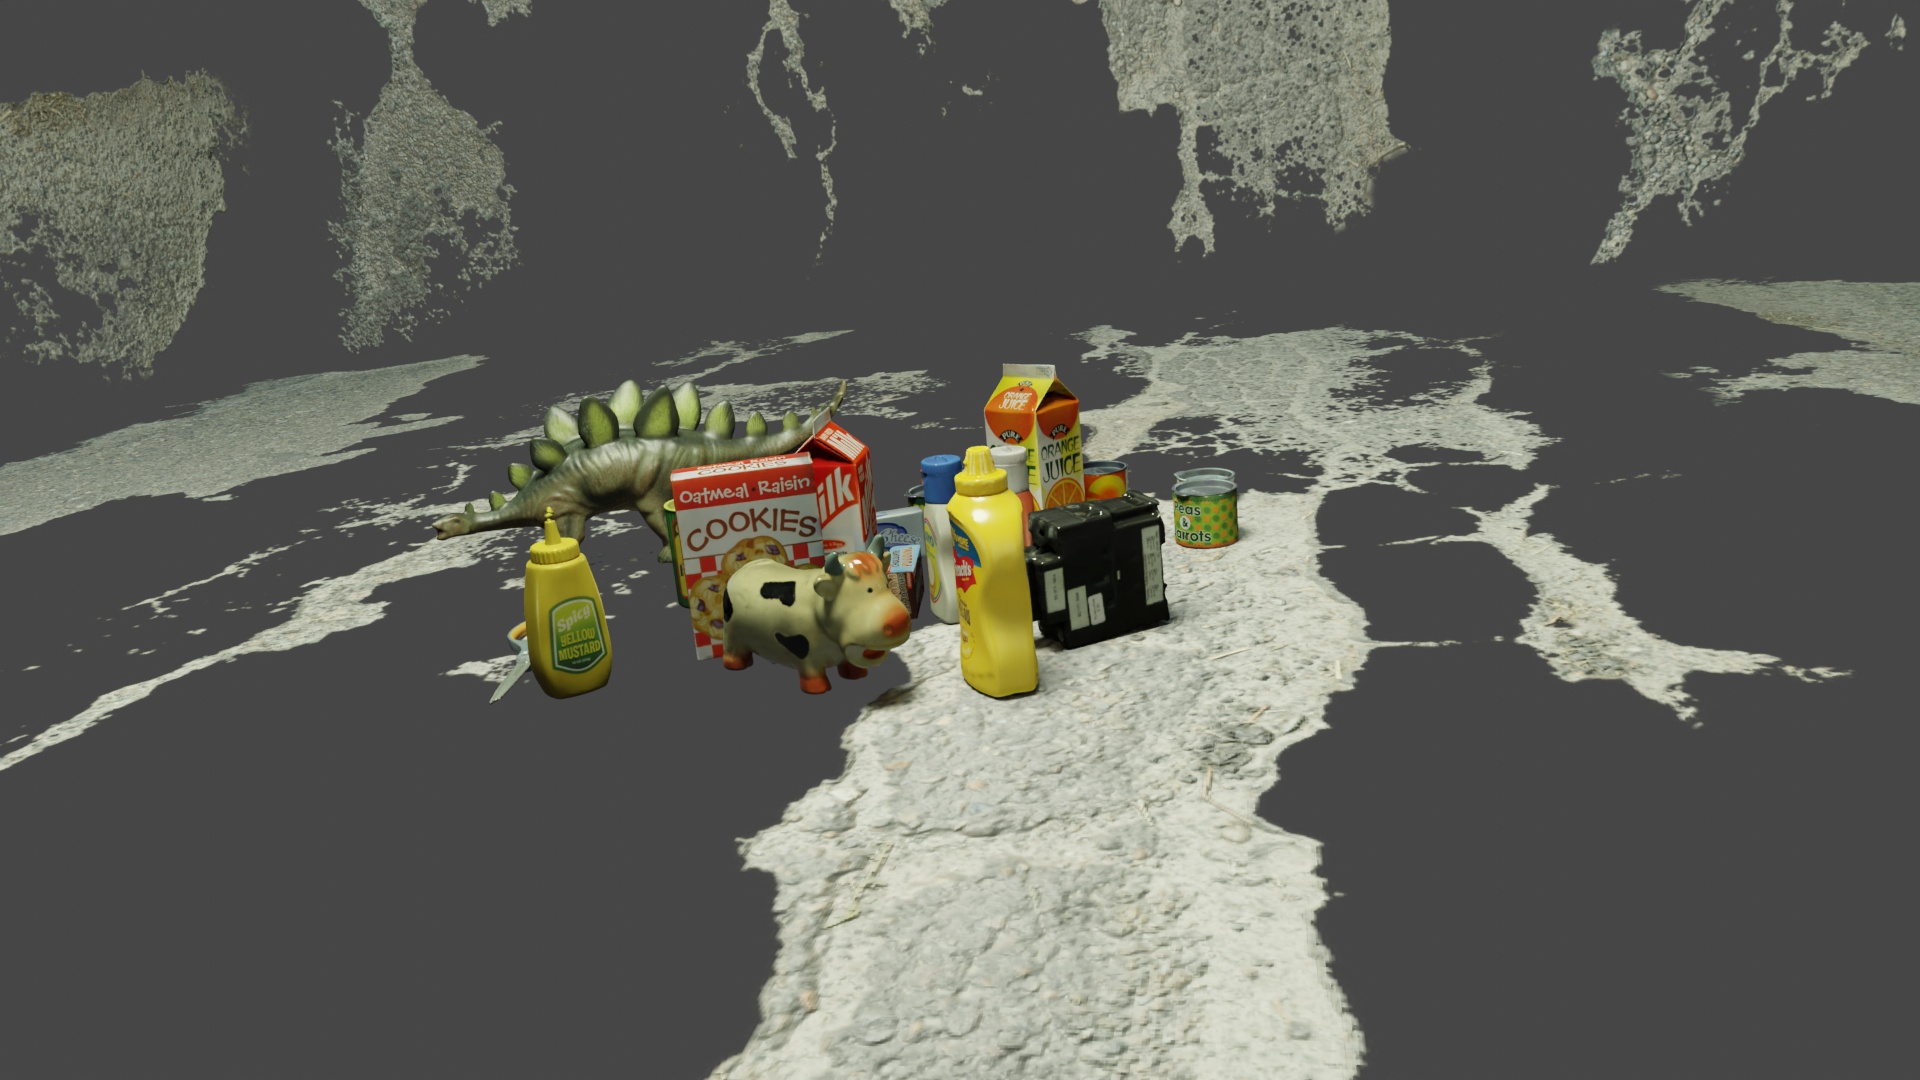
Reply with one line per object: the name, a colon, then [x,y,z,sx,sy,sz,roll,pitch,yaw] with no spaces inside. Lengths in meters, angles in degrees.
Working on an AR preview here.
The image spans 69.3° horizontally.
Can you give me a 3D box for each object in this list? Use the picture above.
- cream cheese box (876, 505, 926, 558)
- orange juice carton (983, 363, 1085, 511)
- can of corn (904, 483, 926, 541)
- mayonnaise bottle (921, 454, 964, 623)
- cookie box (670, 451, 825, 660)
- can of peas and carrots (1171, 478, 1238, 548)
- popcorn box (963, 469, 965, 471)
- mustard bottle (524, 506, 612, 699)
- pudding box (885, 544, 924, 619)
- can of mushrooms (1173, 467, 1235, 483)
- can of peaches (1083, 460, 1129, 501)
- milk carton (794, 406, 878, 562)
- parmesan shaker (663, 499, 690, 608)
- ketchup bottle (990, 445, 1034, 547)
cream cheese box: [-0.088,-0.002,1.457,0.104,0.053,0.024,-9,16,-13]
orange juice carton: [0.079,-0.090,1.460,0.072,0.192,0.073,9,21,43]
can of corn: [-0.026,-0.028,1.521,0.071,0.058,0.071,-5,16,1]
mayonnaise bottle: [-0.011,-0.002,1.264,0.041,0.147,0.065,-9,16,-14]
cookie box: [-0.183,0.013,1.230,0.123,0.167,0.040,-8,16,-10]
can of peas and carrots: [0.250,-0.028,1.428,0.071,0.058,0.071,-5,16,1]
popcorn box: [0.005,-0.018,1.426,0.038,0.085,0.127,-3,16,8]
mustard bottle: [-0.334,0.051,1.161,0.065,0.159,0.049,-17,19,-35]
pudding box: [-0.053,0.039,1.312,0.030,0.049,0.084,-4,16,4]
can of mushrooms: [0.277,-0.060,1.577,0.071,0.033,0.071,-5,16,1]
can of peaches: [0.154,-0.054,1.554,0.071,0.058,0.071,-5,16,1]
milk carton: [-0.120,-0.026,1.302,0.073,0.190,0.072,-3,16,7]
parmesan shaker: [-0.251,0.010,1.379,0.071,0.102,0.071,-5,16,1]
ketchup bottle: [0.047,-0.011,1.273,0.043,0.148,0.065,-7,16,-4]
